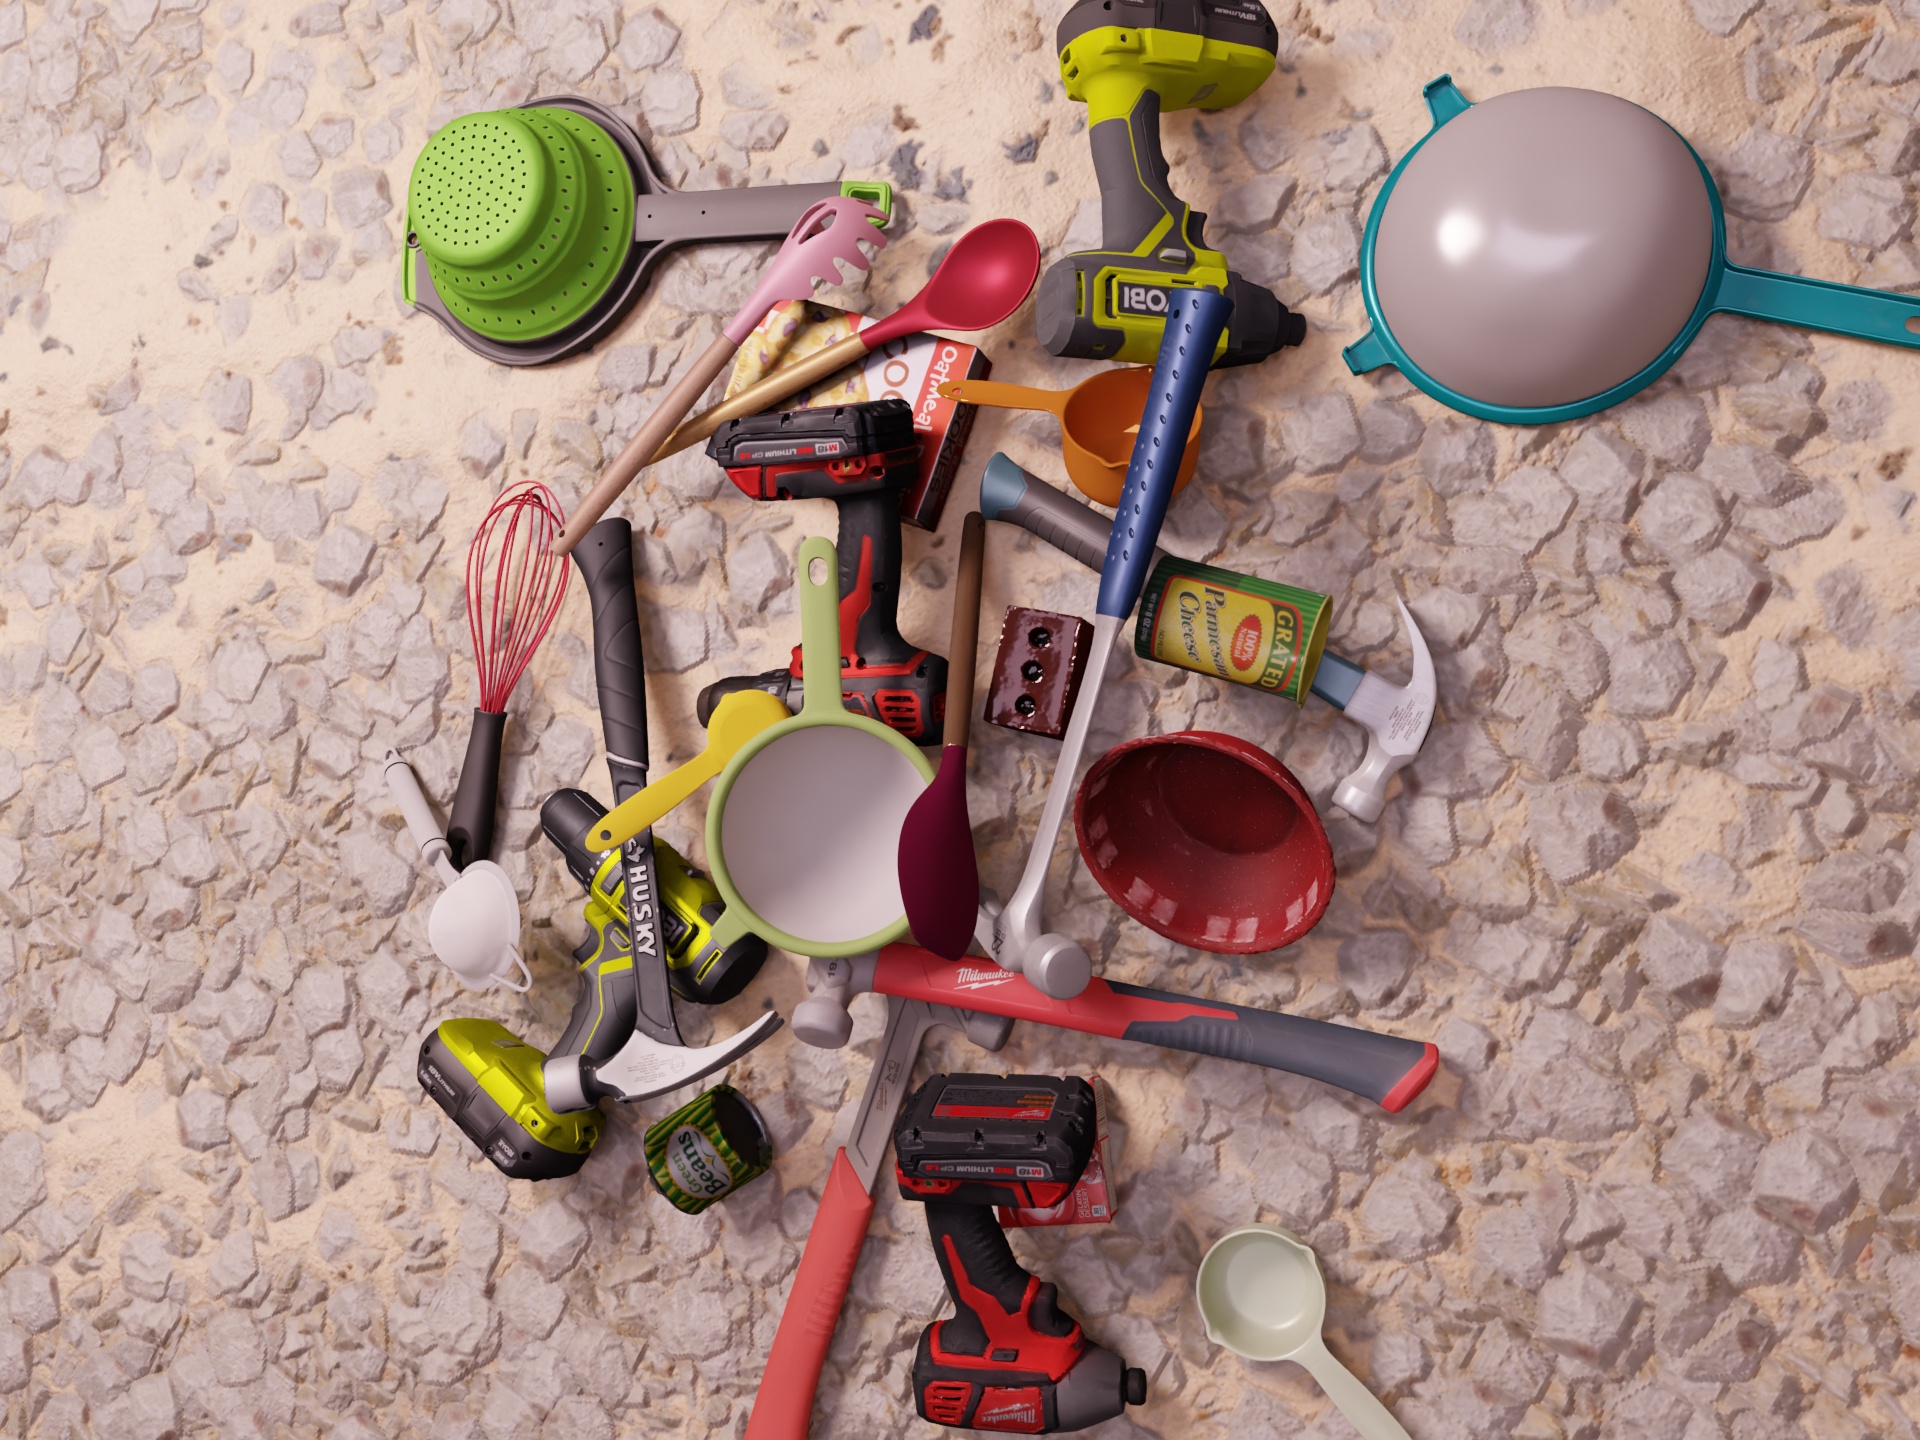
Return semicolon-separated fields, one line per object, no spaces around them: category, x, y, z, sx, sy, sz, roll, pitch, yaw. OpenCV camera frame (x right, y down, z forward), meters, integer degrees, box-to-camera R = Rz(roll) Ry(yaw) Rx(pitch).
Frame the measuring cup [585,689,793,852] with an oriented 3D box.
measuring cup;-0.174;0.037;1.013;0.156;0.029;0.062;-35;94;-5

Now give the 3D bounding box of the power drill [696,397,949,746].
power drill;-0.100;-0.087;1.040;0.188;0.080;0.226;-1;104;24

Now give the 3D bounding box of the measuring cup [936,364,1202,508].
measuring cup;0.068;-0.183;1.016;0.174;0.052;0.095;12;55;17

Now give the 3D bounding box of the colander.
colander;-0.247;-0.364;1.119;0.397;0.094;0.204;2;86;17

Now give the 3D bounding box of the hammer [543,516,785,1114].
hammer;-0.214;0.044;1.054;0.149;0.036;0.409;-11;67;1

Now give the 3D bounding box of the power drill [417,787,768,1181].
power drill;-0.264;0.176;1.087;0.191;0.080;0.228;38;94;20

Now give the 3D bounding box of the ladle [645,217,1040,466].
ladle;-0.086;-0.238;1.053;0.315;0.031;0.069;-24;71;16

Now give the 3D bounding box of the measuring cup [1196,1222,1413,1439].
measuring cup;0.212;0.373;0.947;0.083;0.038;0.168;-45;77;9

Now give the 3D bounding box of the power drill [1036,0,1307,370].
power drill;0.135;-0.332;0.994;0.171;0.080;0.223;1;86;-16

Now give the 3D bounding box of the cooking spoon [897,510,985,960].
cooking spoon;-0.002;-0.003;0.979;0.017;0.068;0.319;-24;48;37

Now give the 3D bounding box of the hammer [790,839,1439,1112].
hammer;0.097;0.165;0.987;0.386;0.038;0.143;9;58;11

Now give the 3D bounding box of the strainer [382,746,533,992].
strainer;-0.364;0.098;1.104;0.259;0.050;0.087;48;114;40

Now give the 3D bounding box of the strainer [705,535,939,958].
strainer;-0.082;0.016;0.992;0.151;0.069;0.256;-2;90;0

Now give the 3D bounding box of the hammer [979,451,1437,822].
hammer;0.149;-0.075;1.006;0.331;0.033;0.128;33;96;17

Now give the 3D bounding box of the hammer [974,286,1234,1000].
hammer;0.081;-0.051;0.931;0.035;0.144;0.405;15;92;-26

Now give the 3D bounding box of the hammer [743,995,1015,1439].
hammer;-0.088;0.329;1.040;0.149;0.036;0.359;19;90;17

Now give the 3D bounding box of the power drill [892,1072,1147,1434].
power drill;0.036;0.329;0.958;0.143;0.078;0.219;-2;106;15

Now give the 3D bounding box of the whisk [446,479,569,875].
whisk;-0.332;-0.026;1.137;0.073;0.073;0.296;13;95;17

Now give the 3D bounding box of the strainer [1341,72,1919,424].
strainer;0.400;-0.270;0.916;0.340;0.095;0.211;17;90;19

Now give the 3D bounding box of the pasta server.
pasta server;-0.166;-0.229;1.064;0.316;0.040;0.060;-49;52;6
